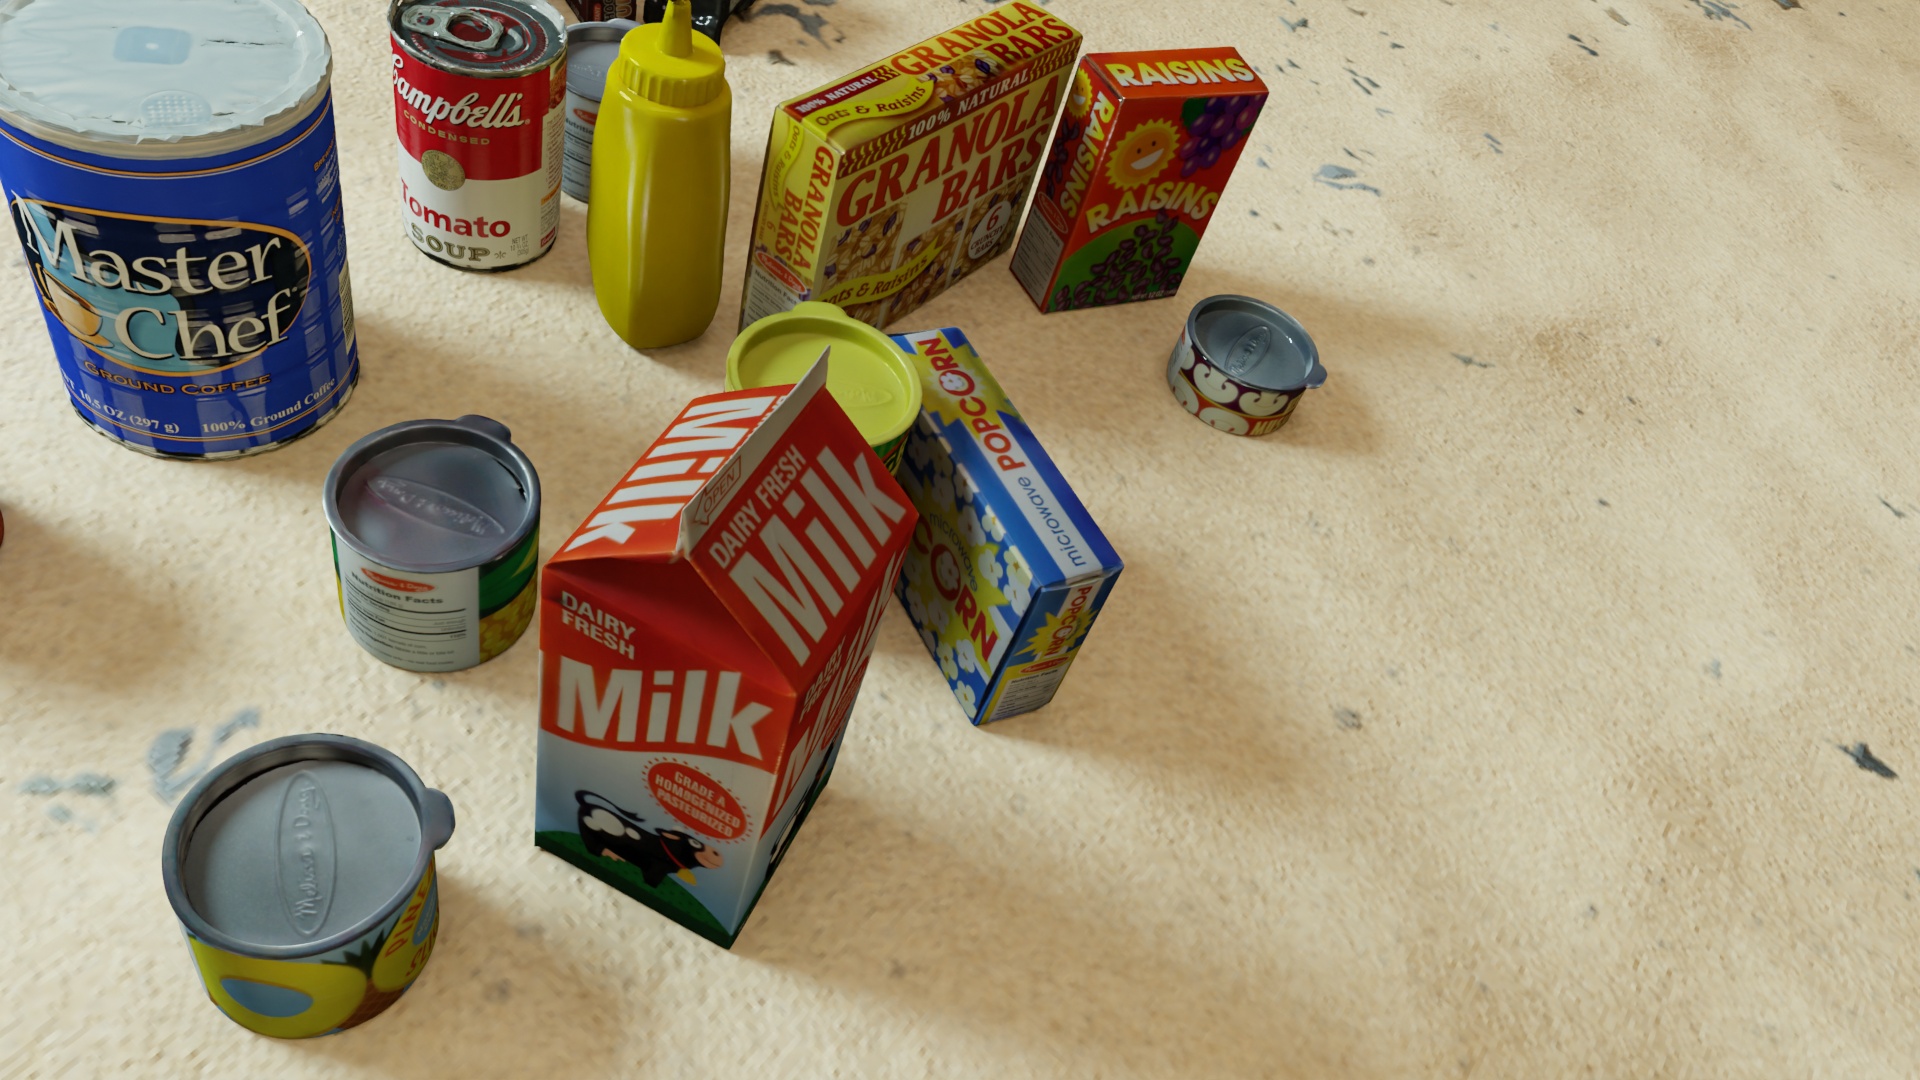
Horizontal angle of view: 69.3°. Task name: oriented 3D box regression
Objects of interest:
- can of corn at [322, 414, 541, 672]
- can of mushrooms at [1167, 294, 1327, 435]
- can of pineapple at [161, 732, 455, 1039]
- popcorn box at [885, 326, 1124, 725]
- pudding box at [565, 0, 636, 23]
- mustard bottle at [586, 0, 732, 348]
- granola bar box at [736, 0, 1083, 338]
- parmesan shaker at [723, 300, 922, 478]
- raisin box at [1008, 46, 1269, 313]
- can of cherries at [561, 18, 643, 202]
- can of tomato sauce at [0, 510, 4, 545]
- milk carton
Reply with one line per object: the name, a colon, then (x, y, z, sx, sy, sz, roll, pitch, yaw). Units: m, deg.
can of corn: (-0.176, 0.001, 0.472, 0.071, 0.058, 0.071, 9, 48, -11)
can of mushrooms: (0.137, -0.083, 0.666, 0.071, 0.033, 0.071, 9, 48, -11)
can of pineapple: (-0.179, 0.097, 0.387, 0.071, 0.057, 0.071, 9, 48, -11)
popcorn box: (0.002, -0.007, 0.519, 0.038, 0.084, 0.127, -15, 56, -28)
pudding box: (-0.202, -0.318, 0.747, 0.030, 0.049, 0.084, -17, 58, -30)
mustard bottle: (-0.118, -0.151, 0.554, 0.049, 0.159, 0.065, -15, 57, -29)
granola bar box: (-0.023, -0.157, 0.615, 0.039, 0.123, 0.166, 38, 49, 15)
parmesan shaker: (-0.057, -0.025, 0.503, 0.071, 0.102, 0.072, 9, 48, -11)
raisin box: (0.083, -0.171, 0.664, 0.086, 0.122, 0.040, -12, 55, -27)
can of cherries: (-0.162, -0.201, 0.652, 0.071, 0.058, 0.072, 9, 48, -11)
can of tomato sauce: (-0.338, -0.023, 0.422, 0.071, 0.082, 0.071, 9, 48, -11)
milk carton: (-0.068, 0.032, 0.391, 0.073, 0.189, 0.073, 27, 47, 5)
